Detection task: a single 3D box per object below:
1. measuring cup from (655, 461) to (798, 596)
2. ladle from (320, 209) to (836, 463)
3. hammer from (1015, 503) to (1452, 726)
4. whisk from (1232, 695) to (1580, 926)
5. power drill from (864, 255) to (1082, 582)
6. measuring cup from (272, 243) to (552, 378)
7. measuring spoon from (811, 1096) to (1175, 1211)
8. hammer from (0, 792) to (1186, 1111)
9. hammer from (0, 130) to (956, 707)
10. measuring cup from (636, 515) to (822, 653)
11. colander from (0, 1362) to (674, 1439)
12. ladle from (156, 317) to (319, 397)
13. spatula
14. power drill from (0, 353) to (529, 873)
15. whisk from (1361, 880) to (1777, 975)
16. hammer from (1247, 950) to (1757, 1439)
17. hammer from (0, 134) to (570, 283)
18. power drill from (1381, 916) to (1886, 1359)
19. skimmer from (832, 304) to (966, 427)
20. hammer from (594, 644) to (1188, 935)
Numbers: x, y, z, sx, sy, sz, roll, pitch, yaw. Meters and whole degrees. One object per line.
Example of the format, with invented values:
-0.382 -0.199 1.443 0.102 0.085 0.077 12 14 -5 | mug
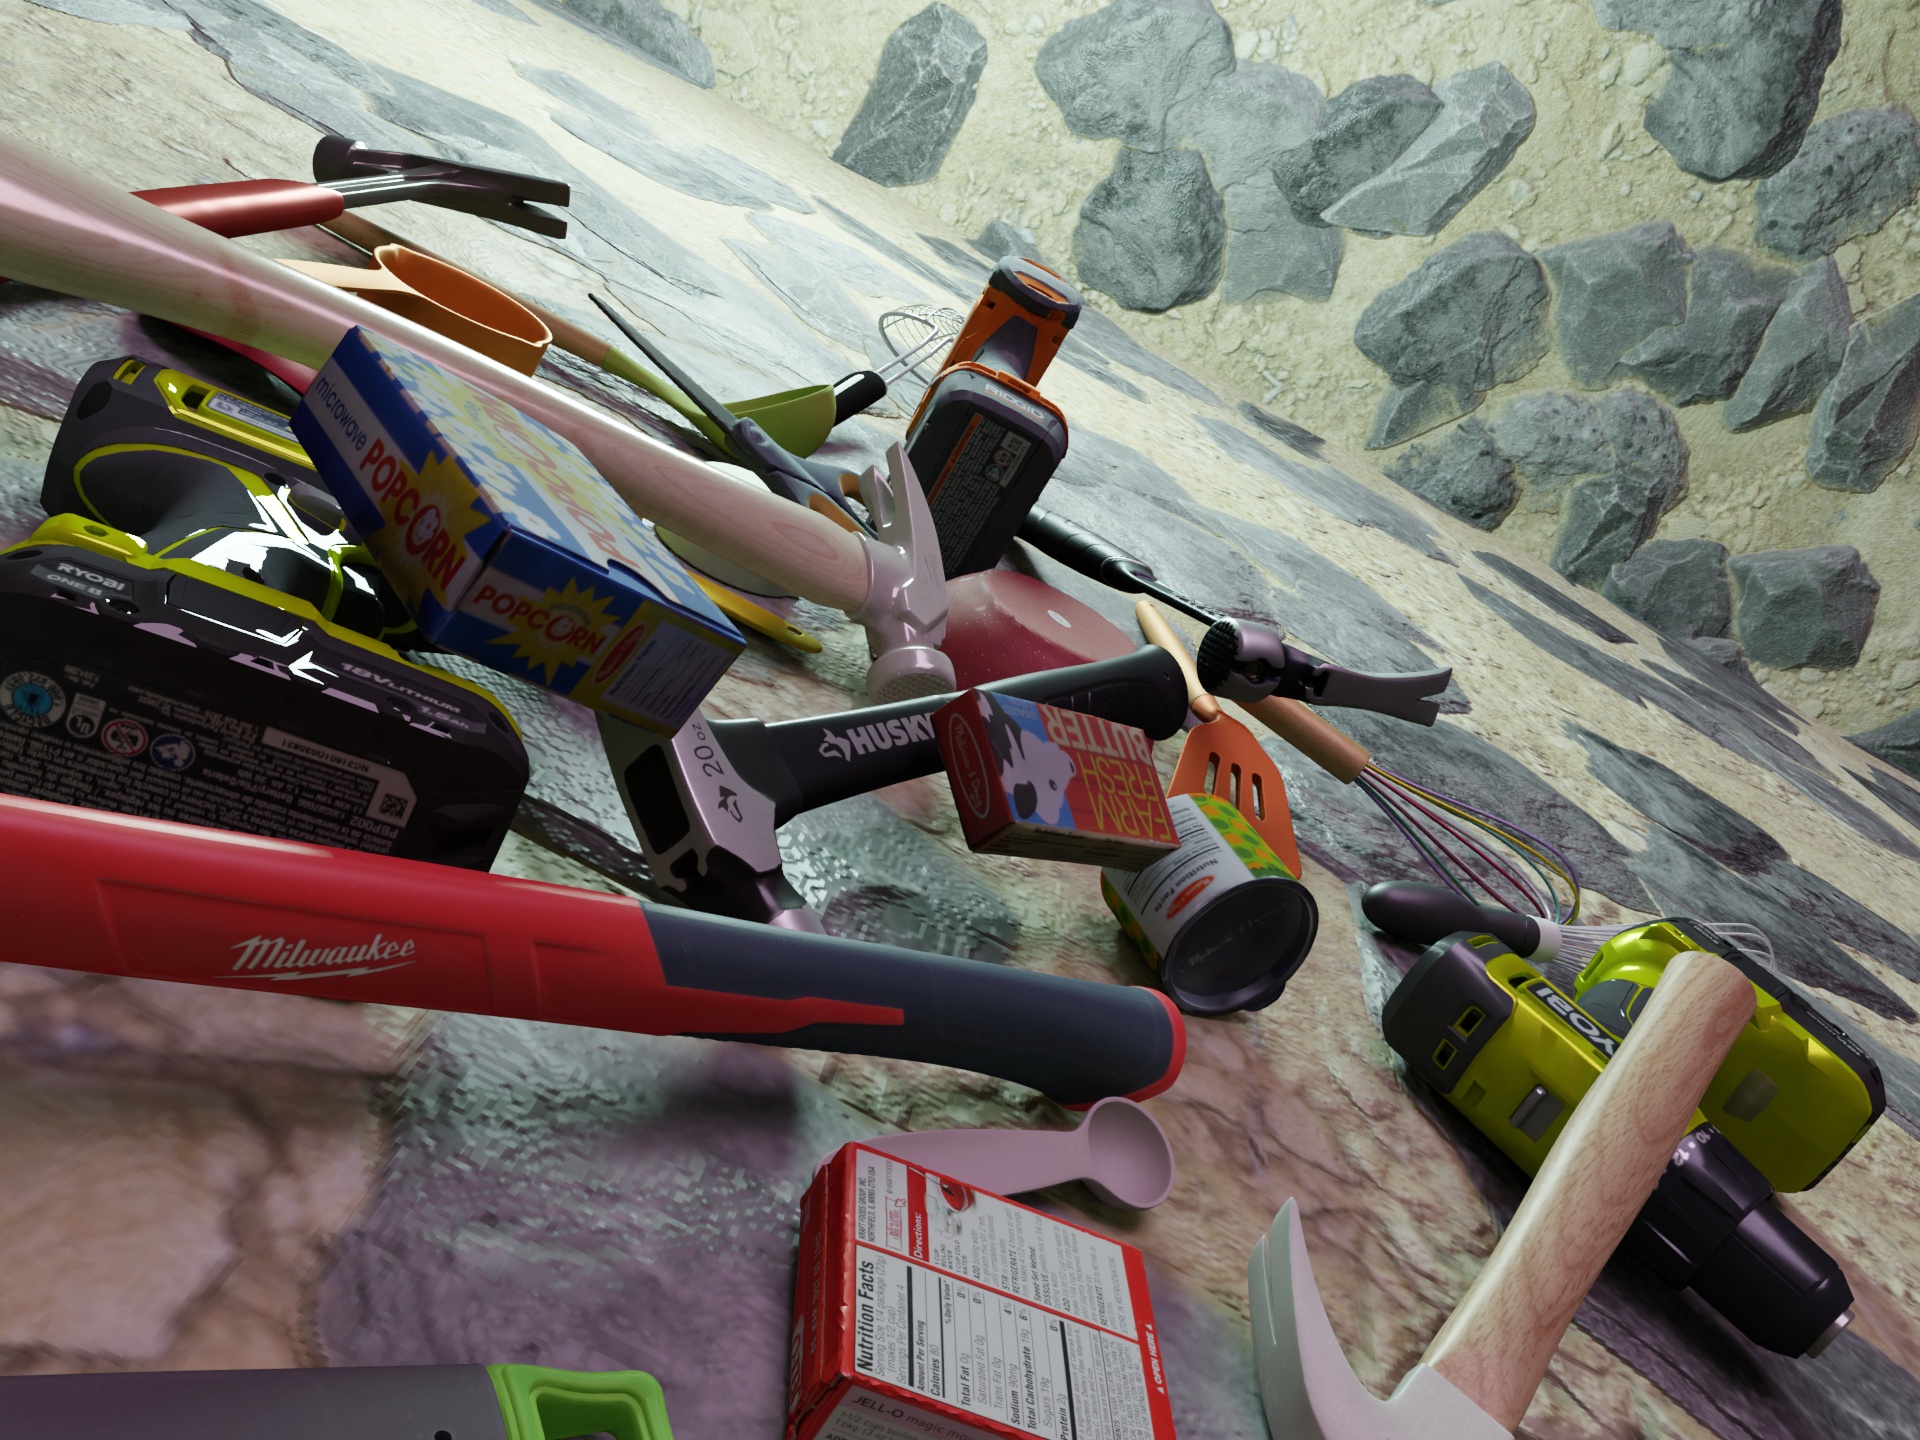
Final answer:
-0.097 -0.110 0.813 0.083 0.038 0.168 30 23 1 | measuring cup
-0.220 -0.230 0.906 0.320 0.062 0.078 27 21 -2 | ladle
0.109 -0.078 0.899 0.149 0.036 0.409 10 15 -26 | hammer
0.231 0.042 0.863 0.245 0.051 0.047 36 -19 -1 | whisk
0.006 -0.172 0.966 0.084 0.164 0.227 26 33 -10 | power drill
-0.261 -0.174 0.718 0.095 0.052 0.173 36 20 13 | measuring cup
0.010 0.128 0.451 0.124 0.018 0.034 7 53 -34 | measuring spoon
-0.068 0.048 0.377 0.386 0.143 0.038 17 28 -41 | hammer
-0.168 -0.122 0.610 0.410 0.038 0.146 22 44 -37 | hammer
-0.126 -0.078 0.714 0.156 0.029 0.062 29 21 2 | measuring cup
-0.197 0.073 0.182 0.396 0.094 0.205 14 26 -35 | colander
-0.228 -0.100 0.640 0.316 0.031 0.069 41 24 22 | ladle
0.129 -0.009 0.910 0.081 0.041 0.323 26 17 -13 | spatula
-0.187 -0.027 0.456 0.171 0.080 0.223 21 19 -22 | power drill
0.323 0.118 0.827 0.284 0.070 0.070 15 25 -23 | whisk
0.199 0.152 0.512 0.130 0.031 0.331 37 36 22 | hammer
-0.329 -0.242 0.757 0.149 0.036 0.359 14 24 8 | hammer
0.305 0.163 0.674 0.228 0.080 0.191 0 35 -48 | power drill
-0.054 -0.240 1.186 0.127 0.090 0.363 34 31 3 | skimmer
-0.001 -0.002 0.599 0.334 0.035 0.146 -13 70 -56 | hammer
